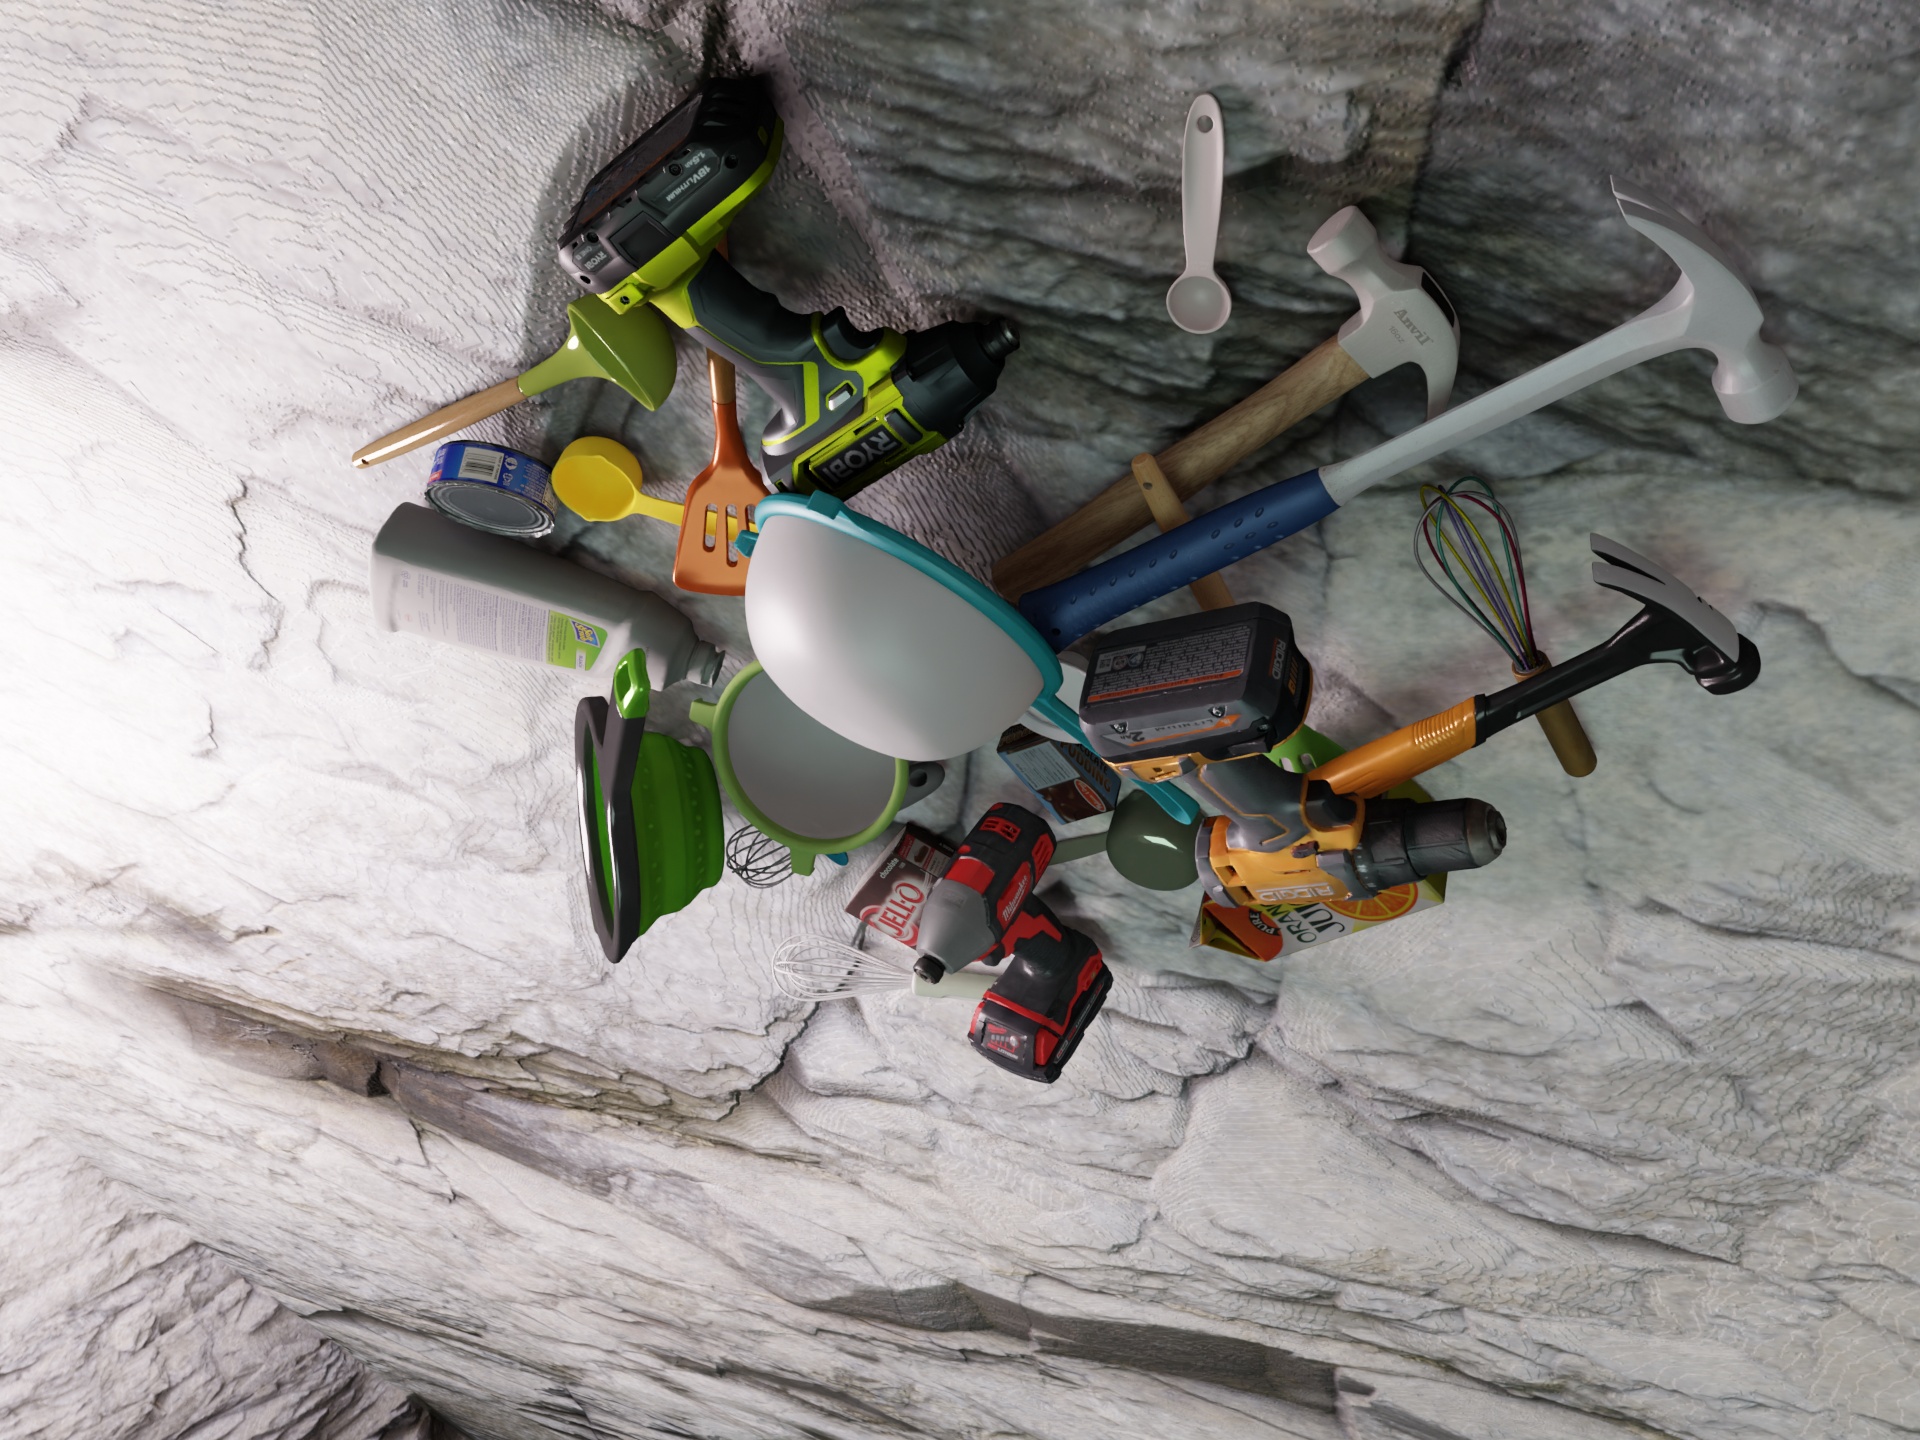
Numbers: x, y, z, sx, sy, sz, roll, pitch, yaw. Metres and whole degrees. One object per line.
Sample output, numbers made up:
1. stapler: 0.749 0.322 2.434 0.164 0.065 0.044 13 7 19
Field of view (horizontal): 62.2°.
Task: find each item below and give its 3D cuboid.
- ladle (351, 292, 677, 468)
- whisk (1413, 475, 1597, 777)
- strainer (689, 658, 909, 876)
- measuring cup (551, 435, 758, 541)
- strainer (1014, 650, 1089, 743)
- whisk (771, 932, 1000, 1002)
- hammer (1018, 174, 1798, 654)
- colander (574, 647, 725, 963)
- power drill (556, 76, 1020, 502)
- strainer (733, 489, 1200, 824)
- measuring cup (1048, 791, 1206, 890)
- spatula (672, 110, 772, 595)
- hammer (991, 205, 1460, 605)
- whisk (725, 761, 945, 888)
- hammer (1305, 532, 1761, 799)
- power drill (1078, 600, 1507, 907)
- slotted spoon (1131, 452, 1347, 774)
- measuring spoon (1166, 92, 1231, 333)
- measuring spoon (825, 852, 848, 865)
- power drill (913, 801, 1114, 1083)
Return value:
1. ladle: -0.301 -0.200 1.018 0.320 0.062 0.078 -11 129 36
2. whisk: 0.322 -0.050 0.925 0.047 0.051 0.244 7 146 48
3. strainer: -0.057 -0.010 1.118 0.256 0.069 0.151 -31 95 25
4. measuring cup: -0.191 -0.148 1.056 0.156 0.029 0.062 16 140 -11
5. strainer: 0.110 -0.027 1.001 0.258 0.050 0.086 -8 133 50
6. whisk: -0.045 0.224 1.371 0.246 0.059 0.057 6 175 12
7. hammer: 0.199 -0.131 0.827 0.405 0.035 0.144 -24 128 31
8. colander: -0.215 0.046 1.155 0.094 0.205 0.397 -6 158 -19
9. power drill: -0.090 -0.226 0.868 0.171 0.080 0.223 -28 129 28
10. strainer: -0.002 -0.003 0.966 0.340 0.095 0.211 35 167 -17
11. measuring cup: 0.107 0.101 1.175 0.167 0.038 0.083 -16 126 36
12. spatula: -0.143 -0.208 0.951 0.081 0.041 0.322 2 136 -1
13. hammer: 0.136 -0.146 0.903 0.130 0.031 0.331 40 137 -19
14. whisk: -0.101 0.078 1.241 0.239 0.055 0.055 -26 120 35
15. hammer: 0.282 0.006 0.941 0.127 0.034 0.337 29 141 -24
16. power drill: 0.193 0.031 0.915 0.185 0.084 0.226 -10 138 34
17. slotted spoon: 0.168 -0.045 0.971 0.070 0.031 0.313 -5 138 31
18. measuring spoon: 0.124 -0.257 0.807 0.034 0.018 0.124 9 131 17
19. measuring spoon: -0.125 0.058 1.218 0.128 0.021 0.042 50 126 0
20. power drill: 0.035 0.175 1.194 0.079 0.143 0.219 18 150 32
